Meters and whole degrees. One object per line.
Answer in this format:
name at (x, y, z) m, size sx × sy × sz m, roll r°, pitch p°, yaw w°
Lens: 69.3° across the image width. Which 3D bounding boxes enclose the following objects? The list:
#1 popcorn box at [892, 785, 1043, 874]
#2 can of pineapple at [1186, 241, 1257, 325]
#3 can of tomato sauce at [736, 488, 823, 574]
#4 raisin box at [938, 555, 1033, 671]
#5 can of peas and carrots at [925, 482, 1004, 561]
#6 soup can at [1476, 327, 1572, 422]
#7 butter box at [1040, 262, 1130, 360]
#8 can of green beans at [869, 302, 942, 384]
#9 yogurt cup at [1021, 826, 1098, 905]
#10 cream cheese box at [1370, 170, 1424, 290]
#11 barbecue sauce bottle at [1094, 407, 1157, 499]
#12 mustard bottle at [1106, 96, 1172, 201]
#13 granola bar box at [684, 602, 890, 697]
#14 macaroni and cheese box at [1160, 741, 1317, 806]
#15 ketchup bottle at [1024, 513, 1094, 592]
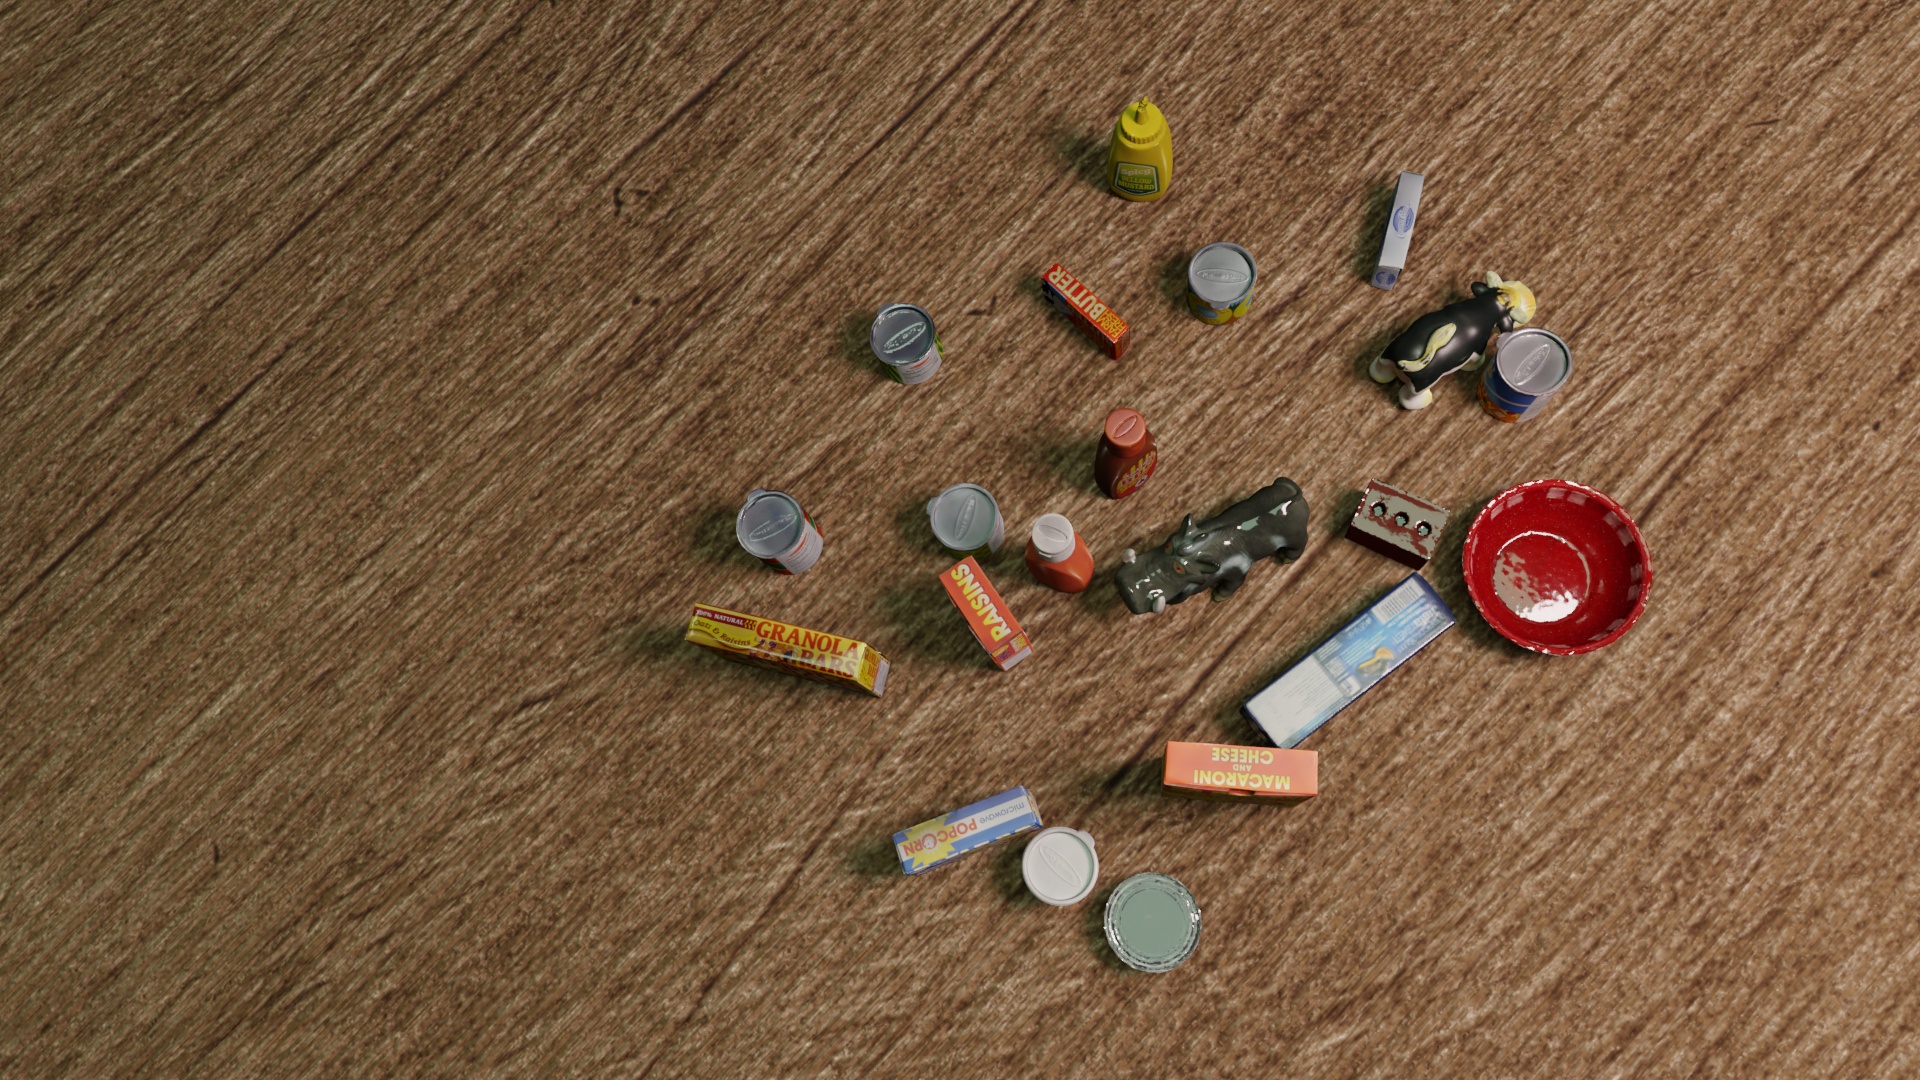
popcorn box at (0.009, 0.262, 1.254) m, size 0.127 × 0.085 × 0.038 m, roll -21°, pitch 75°, yaw 2°
can of pineapple at (0.255, -0.250, 1.364) m, size 0.071 × 0.057 × 0.071 m, roll -2°, pitch 76°, yaw 7°
can of tomato sauce at (-0.175, -0.008, 1.345) m, size 0.071 × 0.083 × 0.071 m, roll -2°, pitch 76°, yaw 7°
raisin box at (0.024, 0.069, 1.280) m, size 0.040 × 0.123 × 0.086 m, roll -33°, pitch 75°, yaw -1°
can of peas and carrots at (0.005, -0.017, 1.337) m, size 0.071 × 0.058 × 0.071 m, roll -2°, pitch 76°, yaw 7°
soup can at (0.521, -0.154, 1.293) m, size 0.071 × 0.083 × 0.071 m, roll -2°, pitch 76°, yaw 7°
butter box at (0.125, -0.227, 1.377) m, size 0.024 × 0.053 × 0.103 m, roll -44°, pitch 75°, yaw -4°
can of green beans at (-0.053, -0.196, 1.389) m, size 0.071 × 0.057 × 0.071 m, roll -2°, pitch 76°, yaw 7°
yogurt cup at (0.091, 0.293, 1.252) m, size 0.072 × 0.054 × 0.072 m, roll -2°, pitch 76°, yaw 7°
cream cheese box at (0.427, -0.302, 1.357) m, size 0.024 × 0.053 × 0.104 m, roll 14°, pitch 79°, yaw 10°
barbecue sauce bottle at (0.153, -0.083, 1.288) m, size 0.065 × 0.148 × 0.044 m, roll -42°, pitch 75°, yaw -4°
mustard bottle at (0.175, -0.385, 1.354) m, size 0.065 × 0.160 × 0.049 m, roll 9°, pitch 78°, yaw 9°
granola bar box at (-0.157, 0.103, 1.294) m, size 0.166 × 0.124 × 0.039 m, roll 12°, pitch 79°, yaw 10°
macaroni and cheese box at (0.236, 0.203, 1.198) m, size 0.124 × 0.166 × 0.040 m, roll 3°, pitch 77°, yaw 8°
ketchup bottle at (0.088, 0.011, 1.273) m, size 0.065 × 0.148 × 0.043 m, roll 21°, pitch 80°, yaw 12°
